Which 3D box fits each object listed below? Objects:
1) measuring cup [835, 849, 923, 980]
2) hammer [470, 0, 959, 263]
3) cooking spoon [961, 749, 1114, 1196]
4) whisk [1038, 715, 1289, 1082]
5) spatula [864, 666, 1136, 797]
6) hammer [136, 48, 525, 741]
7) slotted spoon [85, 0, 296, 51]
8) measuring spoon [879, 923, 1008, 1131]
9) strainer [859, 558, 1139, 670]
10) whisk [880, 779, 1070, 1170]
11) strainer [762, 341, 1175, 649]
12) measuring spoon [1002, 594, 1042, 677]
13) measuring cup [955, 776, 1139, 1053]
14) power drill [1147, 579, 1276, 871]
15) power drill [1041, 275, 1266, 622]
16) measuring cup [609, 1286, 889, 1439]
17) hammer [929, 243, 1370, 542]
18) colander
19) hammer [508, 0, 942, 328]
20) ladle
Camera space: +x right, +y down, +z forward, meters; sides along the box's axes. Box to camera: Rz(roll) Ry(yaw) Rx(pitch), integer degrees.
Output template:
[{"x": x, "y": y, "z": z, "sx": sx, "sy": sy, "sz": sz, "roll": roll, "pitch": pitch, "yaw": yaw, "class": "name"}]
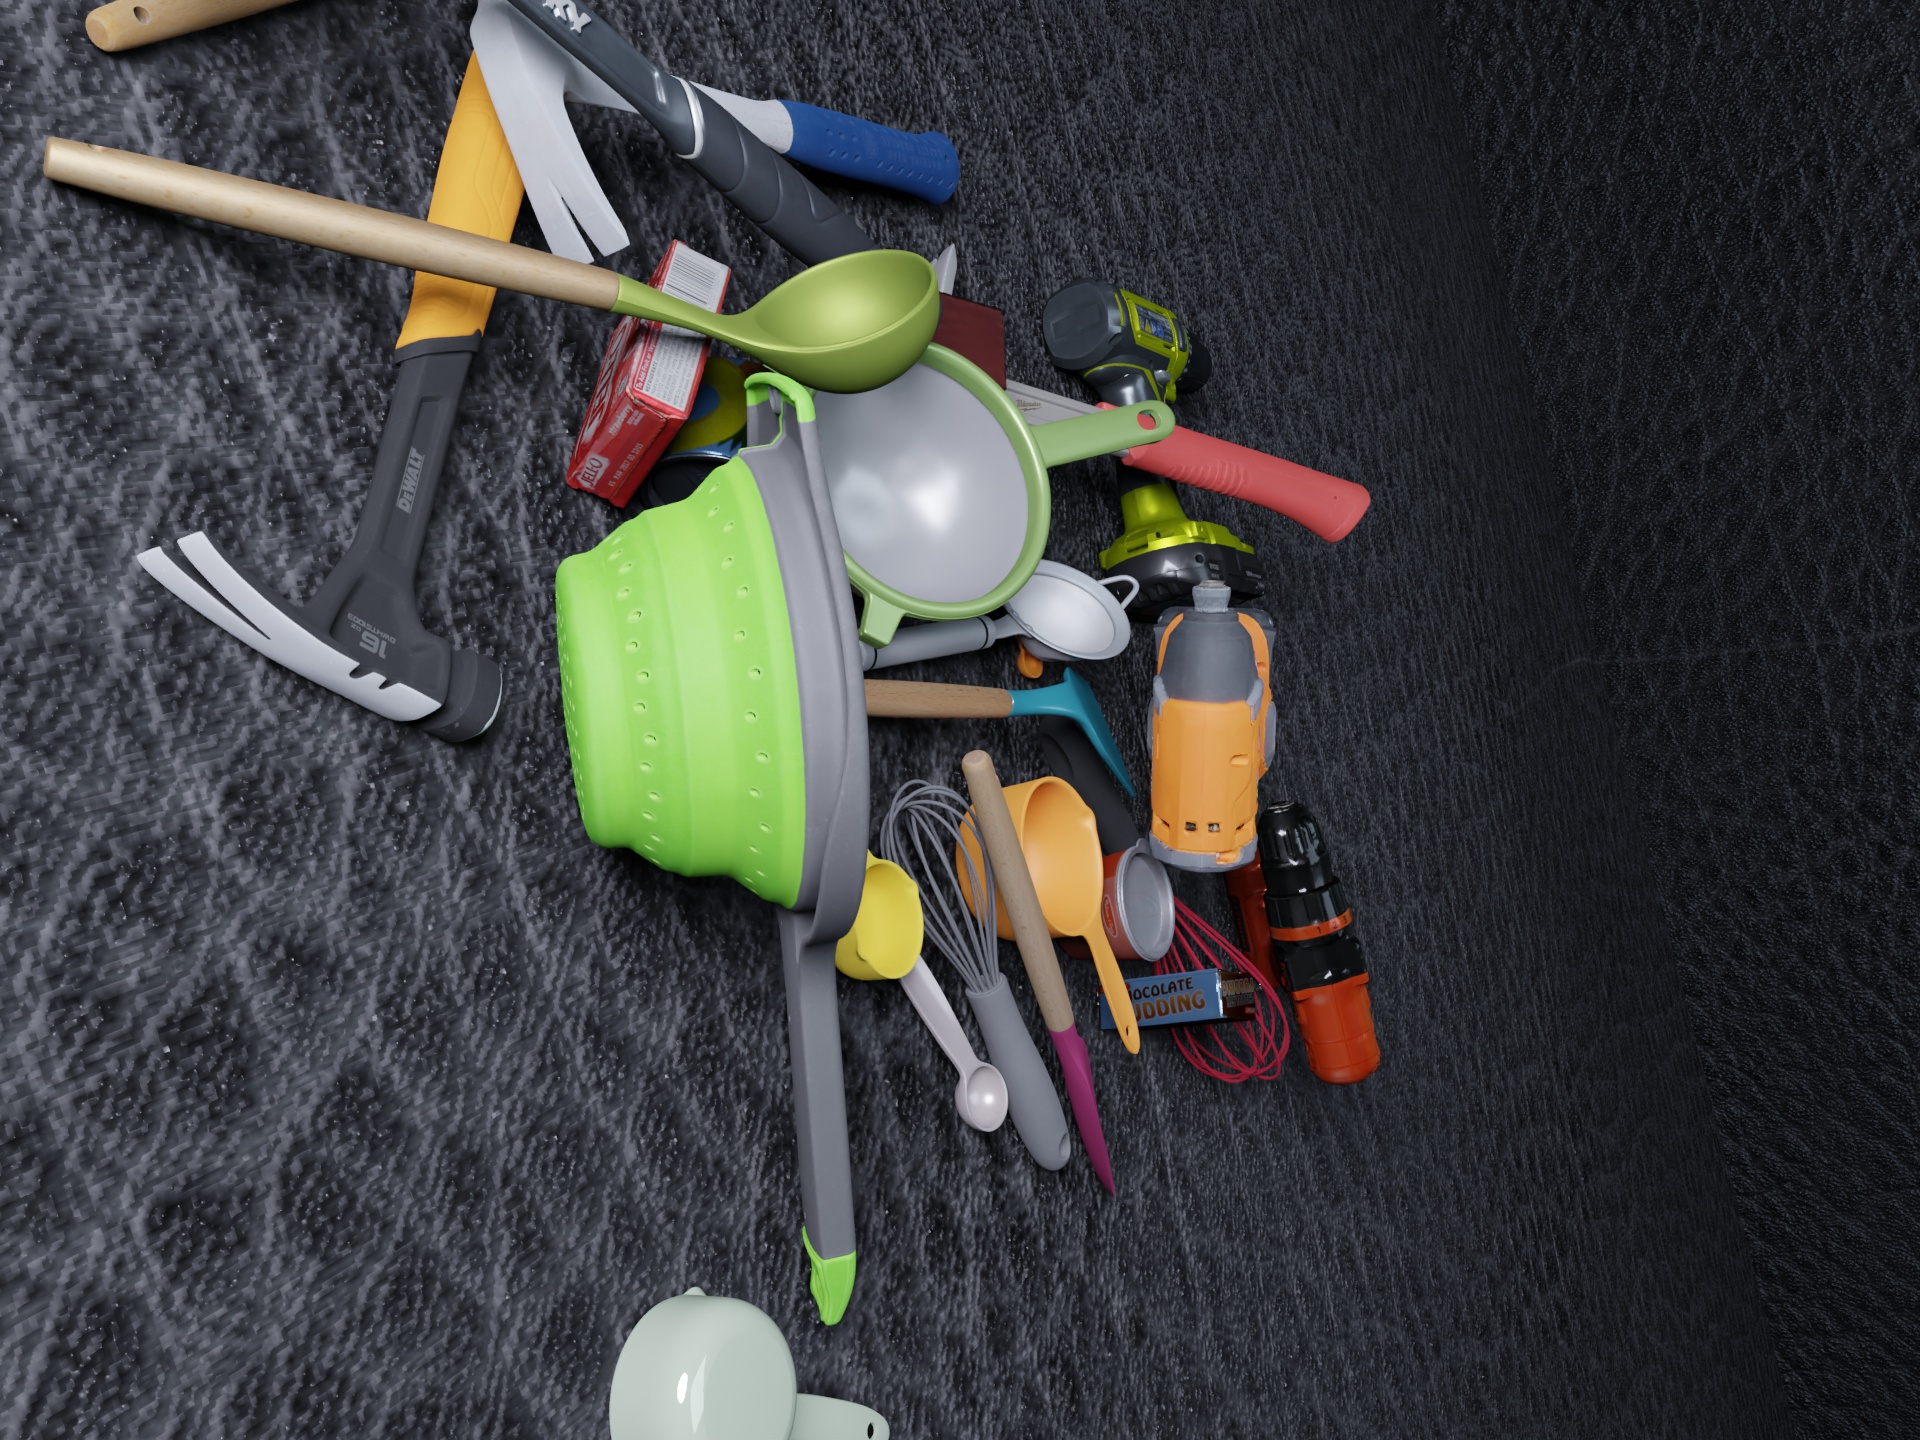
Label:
[{"x": -0.065, "y": 0.054, "z": 0.751, "sx": 0.156, "sy": 0.029, "sz": 0.062, "roll": 64, "pitch": 34, "yaw": -15, "class": "measuring cup"}, {"x": -0.095, "y": -0.289, "z": 0.786, "sx": 0.405, "sy": 0.035, "sz": 0.144, "roll": -26, "pitch": 104, "yaw": -64, "class": "hammer"}, {"x": 0.046, "y": 0.141, "z": 0.833, "sx": 0.069, "sy": 0.017, "sz": 0.318, "roll": -96, "pitch": 171, "yaw": -54, "class": "cooking spoon"}, {"x": 0.126, "y": 0.118, "z": 1.003, "sx": 0.295, "sy": 0.073, "sz": 0.073, "roll": 59, "pitch": 36, "yaw": -18, "class": "whisk"}, {"x": -0.001, "y": -0.003, "z": 0.846, "sx": 0.317, "sy": 0.044, "sz": 0.082, "roll": 3, "pitch": 59, "yaw": -46, "class": "spatula"}, {"x": -0.202, "y": -0.166, "z": 0.609, "sx": 0.127, "sy": 0.034, "sz": 0.337, "roll": 38, "pitch": 48, "yaw": -47, "class": "hammer"}, {"x": -0.225, "y": -0.315, "z": 0.635, "sx": 0.070, "sy": 0.031, "sz": 0.314, "roll": 61, "pitch": 37, "yaw": -24, "class": "slotted spoon"}, {"x": -0.013, "y": 0.156, "z": 0.810, "sx": 0.034, "sy": 0.018, "sz": 0.124, "roll": -43, "pitch": 108, "yaw": -49, "class": "measuring spoon"}, {"x": 0.014, "y": -0.049, "z": 0.889, "sx": 0.258, "sy": 0.050, "sz": 0.087, "roll": -13, "pitch": 53, "yaw": -49, "class": "strainer"}, {"x": 0.014, "y": 0.138, "z": 0.831, "sx": 0.055, "sy": 0.055, "sz": 0.238, "roll": -48, "pitch": 124, "yaw": -53, "class": "whisk"}, {"x": 0.007, "y": -0.130, "z": 0.844, "sx": 0.256, "sy": 0.069, "sz": 0.151, "roll": -20, "pitch": 86, "yaw": -36, "class": "strainer"}, {"x": 0.023, "y": -0.079, "z": 0.960, "sx": 0.021, "sy": 0.011, "sz": 0.117, "roll": -29, "pitch": 99, "yaw": -52, "class": "measuring spoon"}, {"x": 0.051, "y": 0.115, "z": 0.889, "sx": 0.095, "sy": 0.052, "sz": 0.173, "roll": -47, "pitch": 120, "yaw": -54, "class": "measuring cup"}, {"x": 0.155, "y": -0.014, "z": 0.987, "sx": 0.226, "sy": 0.084, "sz": 0.164, "roll": -49, "pitch": 140, "yaw": -75, "class": "power drill"}, {"x": 0.145, "y": -0.190, "z": 1.130, "sx": 0.190, "sy": 0.080, "sz": 0.228, "roll": 0, "pitch": 76, "yaw": -57, "class": "power drill"}, {"x": -0.069, "y": 0.281, "z": 0.644, "sx": 0.167, "sy": 0.038, "sz": 0.083, "roll": 36, "pitch": 50, "yaw": -44, "class": "measuring cup"}, {"x": 0.126, "y": -0.183, "z": 1.019, "sx": 0.358, "sy": 0.037, "sz": 0.149, "roll": 9, "pitch": 72, "yaw": -34, "class": "hammer"}, {"x": -0.099, "y": 0.068, "z": 0.629, "sx": 0.094, "sy": 0.205, "sz": 0.397, "roll": -7, "pitch": 105, "yaw": -16, "class": "colander"}, {"x": -0.125, "y": -0.254, "z": 0.629, "sx": 0.408, "sy": 0.036, "sz": 0.149, "roll": 27, "pitch": 58, "yaw": -55, "class": "hammer"}, {"x": -0.149, "y": -0.174, "z": 0.580, "sx": 0.320, "sy": 0.062, "sz": 0.078, "roll": 5, "pitch": 28, "yaw": -34, "class": "ladle"}]
